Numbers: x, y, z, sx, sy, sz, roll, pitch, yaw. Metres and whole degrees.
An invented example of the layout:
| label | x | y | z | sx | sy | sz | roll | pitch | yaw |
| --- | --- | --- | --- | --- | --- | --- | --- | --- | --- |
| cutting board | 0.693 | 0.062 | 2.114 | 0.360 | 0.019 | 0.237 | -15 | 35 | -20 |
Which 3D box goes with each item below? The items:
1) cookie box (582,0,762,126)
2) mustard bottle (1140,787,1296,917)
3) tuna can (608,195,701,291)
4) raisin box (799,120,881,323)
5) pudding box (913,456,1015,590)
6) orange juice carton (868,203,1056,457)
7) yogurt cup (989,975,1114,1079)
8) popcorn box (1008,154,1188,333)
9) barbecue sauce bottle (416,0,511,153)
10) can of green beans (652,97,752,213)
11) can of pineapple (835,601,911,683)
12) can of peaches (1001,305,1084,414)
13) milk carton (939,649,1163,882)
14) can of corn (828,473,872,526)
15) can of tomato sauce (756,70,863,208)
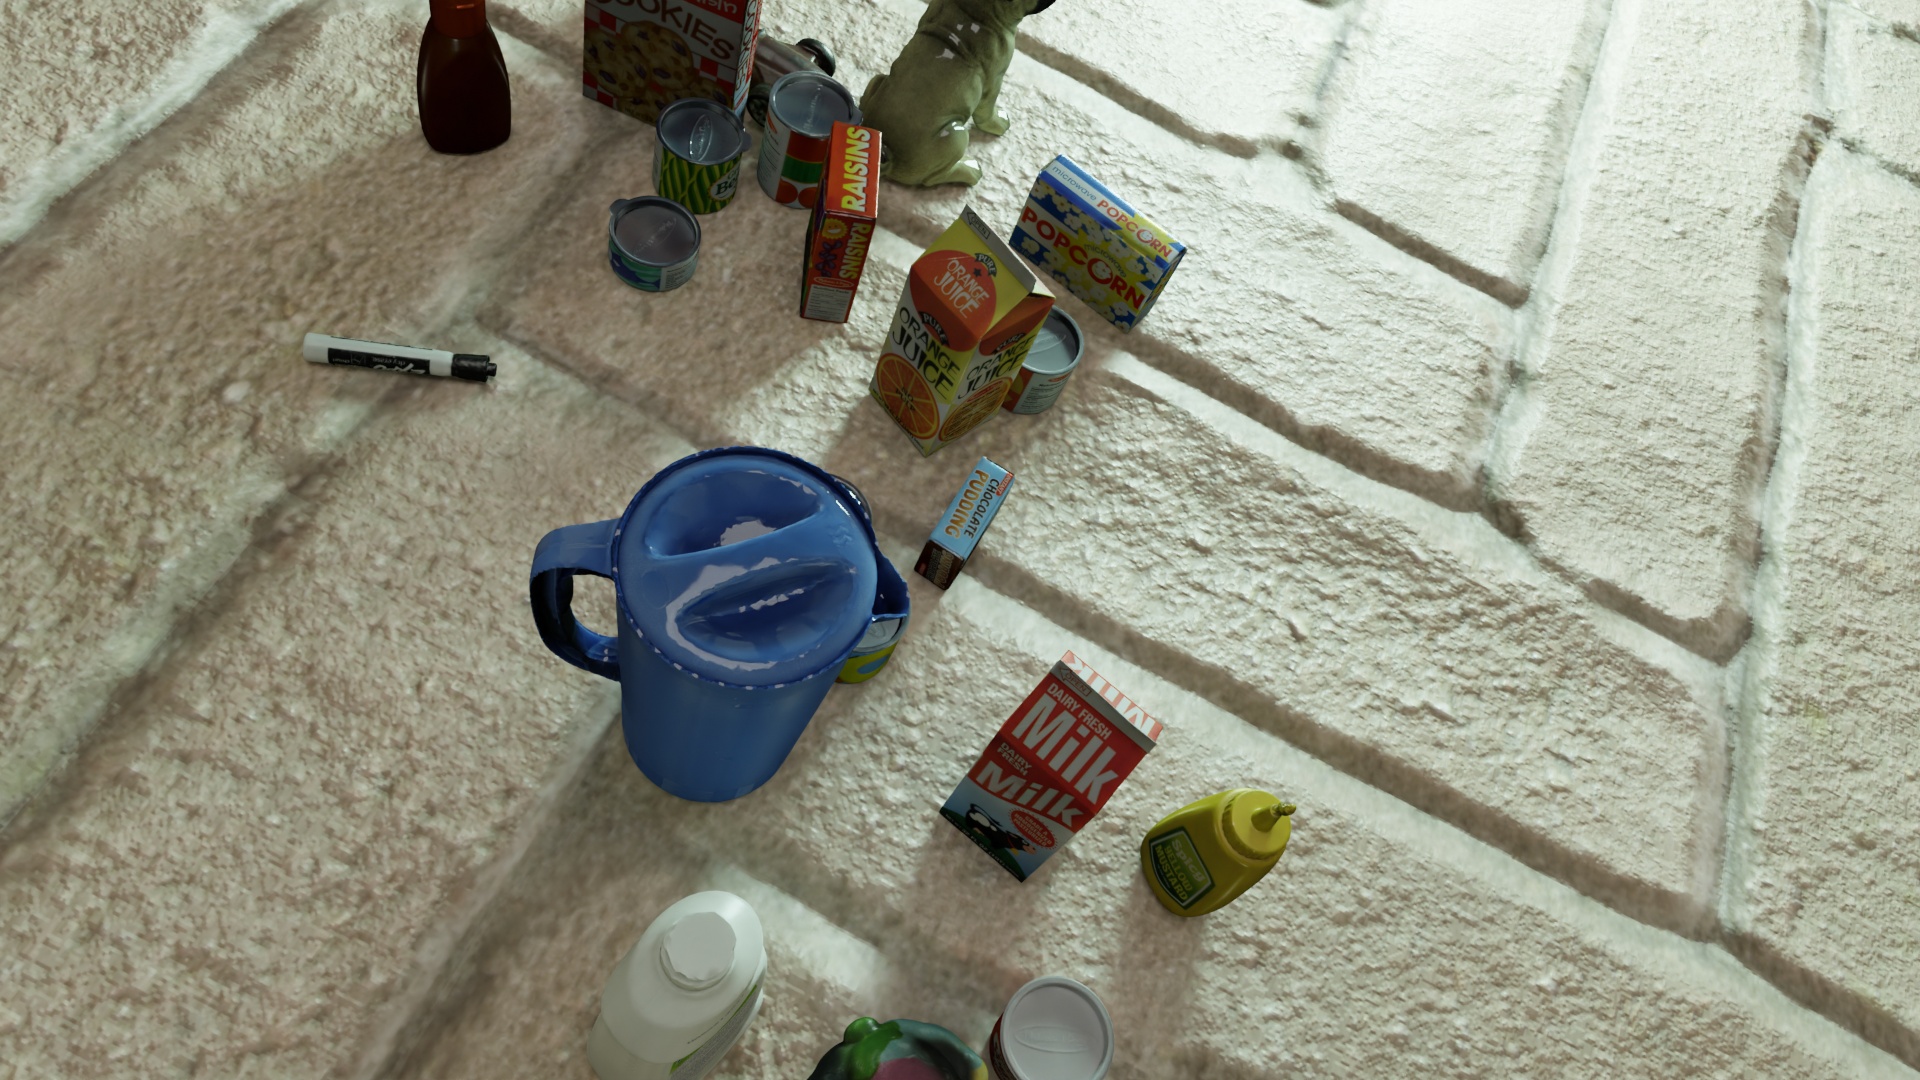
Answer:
| label | x | y | z | sx | sy | sz | roll | pitch | yaw |
| --- | --- | --- | --- | --- | --- | --- | --- | --- | --- |
| cookie box | -0.216 | -0.378 | 1.035 | 0.123 | 0.166 | 0.040 | 24 | 59 | -3 |
| mustard bottle | 0.160 | 0.183 | 0.843 | 0.049 | 0.159 | 0.065 | -20 | 70 | -25 |
| tuna can | -0.228 | -0.220 | 1.024 | 0.071 | 0.032 | 0.071 | 7 | 61 | -13 |
| raisin box | -0.089 | -0.231 | 1.017 | 0.040 | 0.122 | 0.086 | 8 | 61 | -12 |
| pudding box | 0.003 | -0.012 | 0.968 | 0.030 | 0.049 | 0.084 | 31 | 58 | 2 |
| orange juice carton | 0.002 | -0.146 | 0.957 | 0.073 | 0.191 | 0.072 | -33 | 76 | -28 |
| yogurt cup | 0.050 | 0.294 | 0.812 | 0.072 | 0.053 | 0.073 | 7 | 61 | -13 |
| popcorn box | 0.106 | -0.234 | 1.099 | 0.127 | 0.084 | 0.038 | 39 | 59 | 6 |
| barbecue sauce bottle | -0.354 | -0.341 | 0.985 | 0.065 | 0.147 | 0.044 | -19 | 69 | -24 |
| can of green beans | -0.200 | -0.292 | 1.057 | 0.071 | 0.057 | 0.071 | 7 | 61 | -13 |
| can of pineapple | -0.072 | 0.054 | 0.905 | 0.071 | 0.057 | 0.071 | 7 | 61 | -13 |
| can of peaches | 0.052 | -0.139 | 1.047 | 0.071 | 0.057 | 0.071 | 7 | 61 | -13 |
| milk carton | 0.056 | 0.130 | 0.823 | 0.072 | 0.189 | 0.074 | 40 | 59 | 7 |
| can of corn | -0.098 | -0.001 | 0.928 | 0.071 | 0.058 | 0.071 | 7 | 61 | -13 |
| can of tomato sauce | -0.118 | -0.308 | 1.075 | 0.071 | 0.082 | 0.071 | 7 | 61 | -13 |
